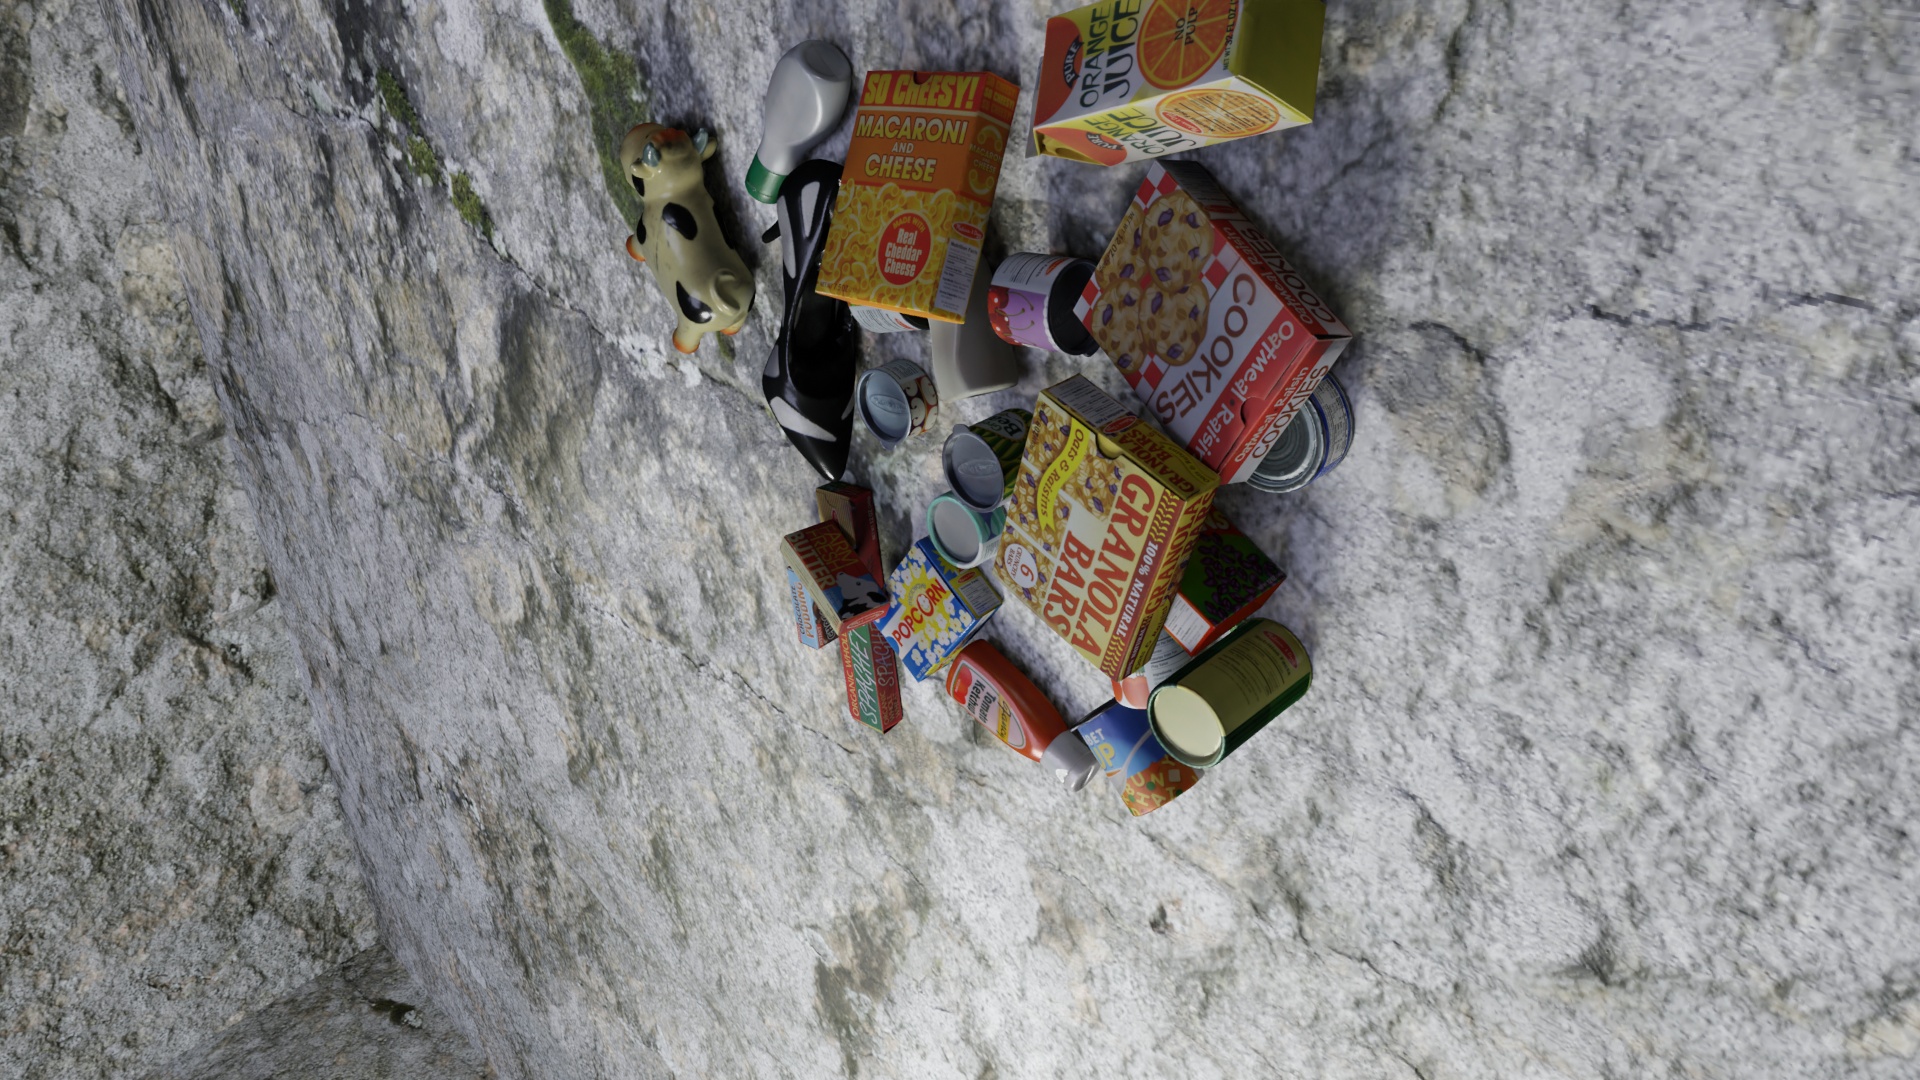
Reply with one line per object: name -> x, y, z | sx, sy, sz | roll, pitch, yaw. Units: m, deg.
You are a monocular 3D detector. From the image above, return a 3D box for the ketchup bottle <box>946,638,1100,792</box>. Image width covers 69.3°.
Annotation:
ketchup bottle -> 0.054, 0.150, 1.172 | 0.149, 0.044, 0.064 | 40, 137, 25

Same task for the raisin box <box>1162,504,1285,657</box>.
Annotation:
raisin box -> 0.147, 0.009, 0.947 | 0.123, 0.086, 0.039 | 47, 141, 19

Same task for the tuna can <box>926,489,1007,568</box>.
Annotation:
tuna can -> 0.004, -0.014, 1.140 | 0.071, 0.033, 0.070 | 26, 130, 37

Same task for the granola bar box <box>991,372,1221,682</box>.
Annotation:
granola bar box -> 0.088, -0.006, 0.901 | 0.124, 0.039, 0.164 | 41, 138, 28

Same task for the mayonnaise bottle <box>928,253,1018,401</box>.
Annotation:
mayonnaise bottle -> -0.002, -0.180, 1.026 | 0.041, 0.065, 0.148 | -11, 93, 49

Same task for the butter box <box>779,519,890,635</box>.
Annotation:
butter box -> -0.111, 0.031, 1.224 | 0.104, 0.053, 0.024 | 53, 143, 23

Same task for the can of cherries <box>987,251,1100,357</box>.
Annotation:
can of cherries -> 0.062, -0.162, 0.960 | 0.058, 0.072, 0.071 | 17, 124, 42

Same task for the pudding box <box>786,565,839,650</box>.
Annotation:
pudding box -> -0.134, 0.056, 1.325 | 0.030, 0.050, 0.083 | 18, 124, 40

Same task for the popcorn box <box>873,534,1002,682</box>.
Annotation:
popcorn box -> -0.025, 0.057, 1.211 | 0.085, 0.038, 0.126 | 52, 141, 12

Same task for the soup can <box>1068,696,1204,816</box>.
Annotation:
soup can -> 0.135, 0.161, 1.063 | 0.084, 0.072, 0.071 | 58, 142, 5

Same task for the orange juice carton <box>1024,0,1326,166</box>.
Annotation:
orange juice carton -> 0.110, -0.273, 0.816 | 0.192, 0.073, 0.072 | 3, 83, 48

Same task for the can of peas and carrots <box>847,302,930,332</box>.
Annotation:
can of peas and carrots -> -0.045, -0.195, 1.064 | 0.058, 0.071, 0.070 | 5, 115, 48

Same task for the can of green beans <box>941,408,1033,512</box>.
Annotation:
can of green beans -> 0.029, -0.062, 1.063 | 0.071, 0.058, 0.071 | 27, 130, 37

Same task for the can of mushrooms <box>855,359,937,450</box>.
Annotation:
can of mushrooms -> -0.052, -0.112, 1.146 | 0.071, 0.033, 0.070 | 26, 129, 37

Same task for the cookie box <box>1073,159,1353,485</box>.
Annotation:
cookie box -> 0.148, -0.135, 0.857 | 0.168, 0.040, 0.122 | 58, 138, 30

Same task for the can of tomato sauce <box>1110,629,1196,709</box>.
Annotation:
can of tomato sauce -> 0.135, 0.071, 1.015 | 0.071, 0.071, 0.083 | 4, 115, 47

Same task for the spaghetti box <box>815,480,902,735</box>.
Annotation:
spaghetti box -> -0.094, 0.065, 1.301 | 0.050, 0.029, 0.248 | 18, 124, 42

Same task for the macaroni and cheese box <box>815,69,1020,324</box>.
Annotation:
macaroni and cheese box -> -0.033, -0.245, 0.982 | 0.124, 0.040, 0.166 | 18, 97, 42

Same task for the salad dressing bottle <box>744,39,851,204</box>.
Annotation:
salad dressing bottle -> -0.134, -0.328, 1.104 | 0.064, 0.044, 0.147 | 53, 142, 9

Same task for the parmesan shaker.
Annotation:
parmesan shaker -> 0.181, 0.102, 0.949 | 0.071, 0.103, 0.071 | 27, 130, 37
